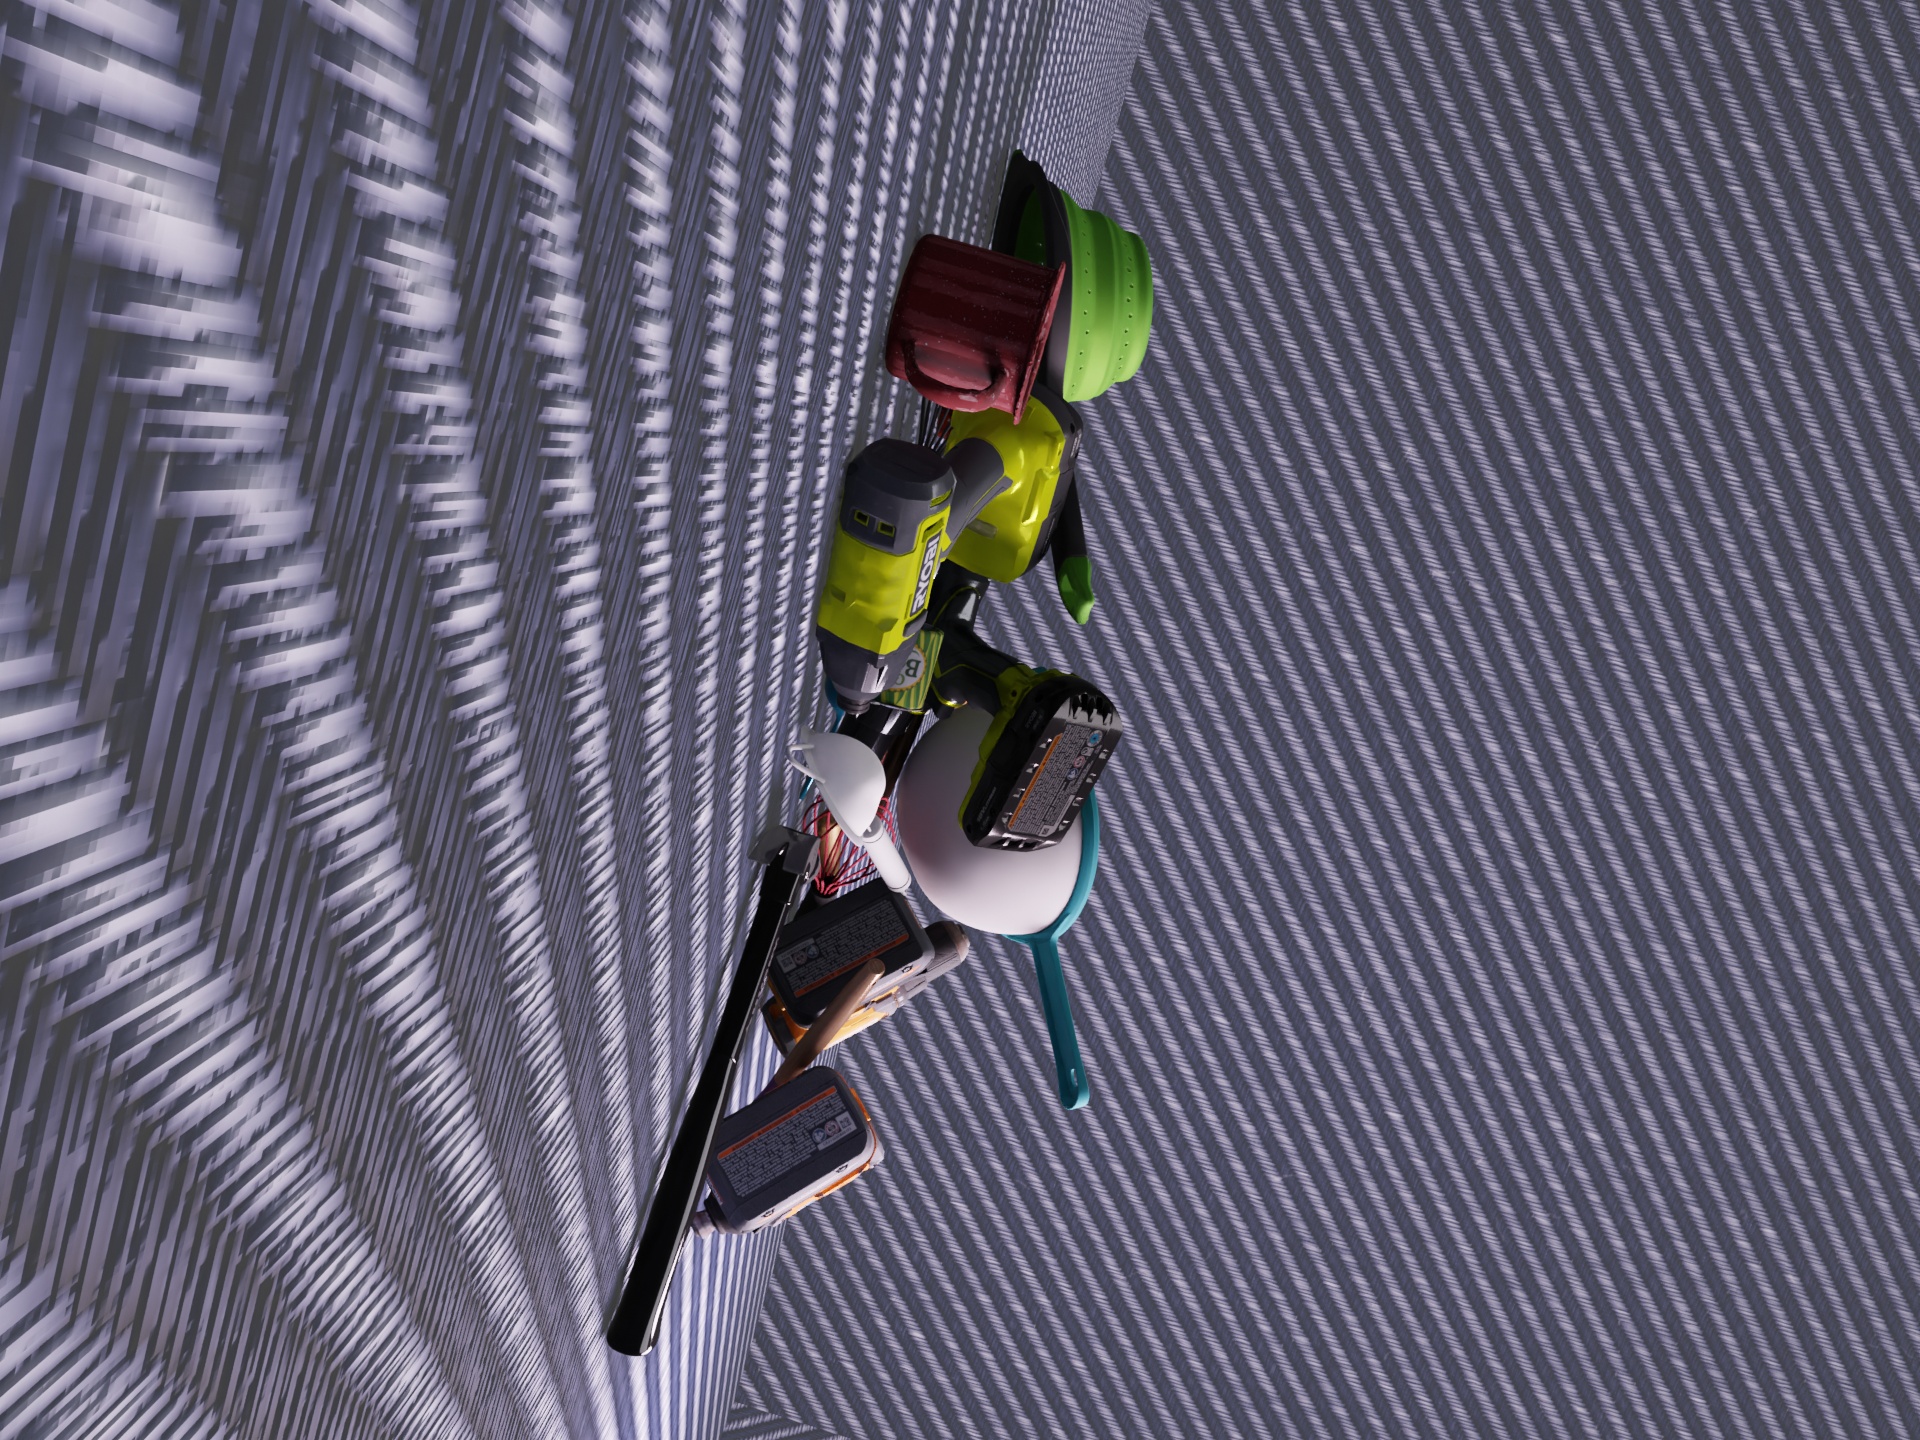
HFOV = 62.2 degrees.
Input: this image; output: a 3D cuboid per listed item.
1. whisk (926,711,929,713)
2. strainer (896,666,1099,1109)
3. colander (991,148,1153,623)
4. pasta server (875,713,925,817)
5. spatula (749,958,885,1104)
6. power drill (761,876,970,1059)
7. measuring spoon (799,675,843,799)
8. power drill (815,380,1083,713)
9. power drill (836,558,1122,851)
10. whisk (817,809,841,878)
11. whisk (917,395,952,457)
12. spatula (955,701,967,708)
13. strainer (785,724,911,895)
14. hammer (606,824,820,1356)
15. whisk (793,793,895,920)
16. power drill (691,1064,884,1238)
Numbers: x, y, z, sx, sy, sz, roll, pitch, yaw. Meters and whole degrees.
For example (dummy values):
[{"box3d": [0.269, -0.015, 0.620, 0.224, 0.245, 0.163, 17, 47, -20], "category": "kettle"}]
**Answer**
[{"box3d": [-0.065, -0.013, 1.415, 0.058, 0.059, 0.246, -43, -179, 13], "category": "whisk"}, {"box3d": [0.024, 0.139, 1.244, 0.211, 0.095, 0.340, -30, -112, 54], "category": "strainer"}, {"box3d": [0.096, -0.243, 1.164, 0.204, 0.094, 0.397, 107, -21, -59], "category": "colander"}, {"box3d": [-0.019, -0.070, 1.287, 0.060, 0.040, 0.316, 53, 57, -70], "category": "pasta server"}, {"box3d": [-0.121, 0.255, 1.183, 0.060, 0.018, 0.315, -27, 161, -41], "category": "spatula"}, {"box3d": [-0.071, 0.196, 1.275, 0.185, 0.084, 0.226, -26, 163, -14], "category": "power drill"}, {"box3d": [-0.096, 0.005, 1.090, 0.042, 0.021, 0.128, -73, -172, -56], "category": "measuring spoon"}, {"box3d": [-0.012, -0.113, 0.984, 0.223, 0.080, 0.171, -46, 156, -51], "category": "power drill"}, {"box3d": [-0.002, -0.004, 1.167, 0.229, 0.080, 0.190, 44, -67, 42], "category": "power drill"}, {"box3d": [-0.116, 0.165, 1.401, 0.051, 0.047, 0.244, -28, 145, -31], "category": "whisk"}, {"box3d": [-0.022, -0.180, 1.081, 0.055, 0.055, 0.239, 104, 8, -65], "category": "whisk"}, {"box3d": [-0.009, -0.054, 1.472, 0.081, 0.041, 0.322, -41, 153, -11], "category": "spatula"}, {"box3d": [-0.062, 0.068, 1.081, 0.258, 0.050, 0.087, 70, -2, -62], "category": "strainer"}, {"box3d": [-0.154, 0.226, 0.997, 0.146, 0.035, 0.335, 103, 4, -79], "category": "hammer"}, {"box3d": [-0.105, 0.125, 1.268, 0.295, 0.073, 0.073, 116, -7, -59], "category": "whisk"}, {"box3d": [-0.140, 0.341, 1.212, 0.164, 0.084, 0.226, -29, 164, -12], "category": "power drill"}]
